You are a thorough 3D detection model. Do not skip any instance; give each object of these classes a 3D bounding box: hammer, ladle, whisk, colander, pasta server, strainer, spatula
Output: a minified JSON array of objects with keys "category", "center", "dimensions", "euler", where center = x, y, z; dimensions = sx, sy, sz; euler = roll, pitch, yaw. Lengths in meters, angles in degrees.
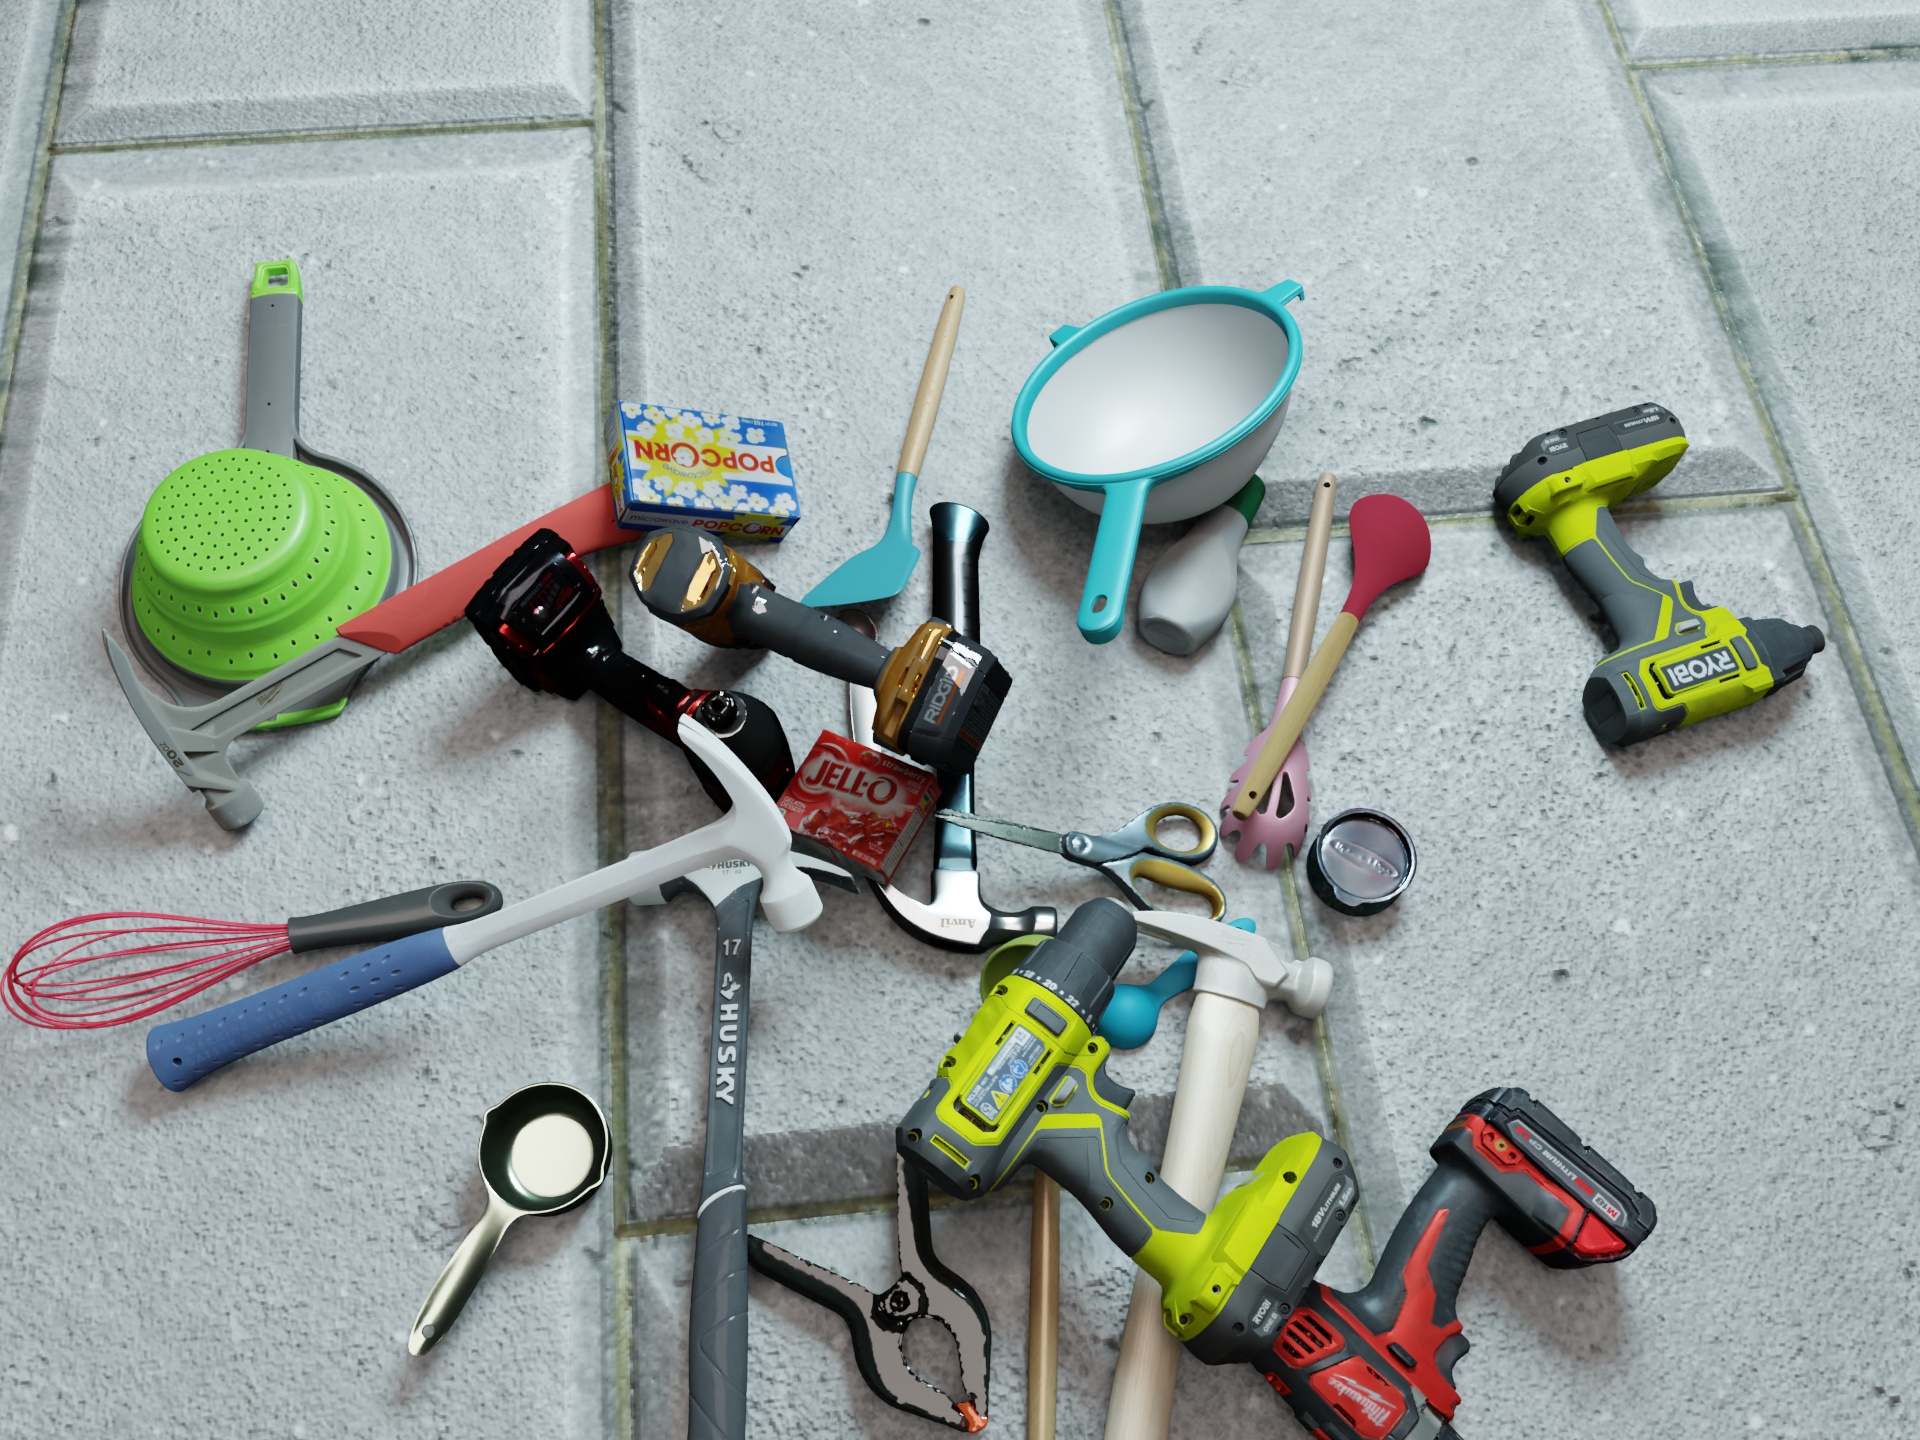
[{"category":"hammer","center":[0.114,0.314,0.927],"dimensions":[0.146,0.038,0.411],"euler":[19,67,-6]},{"category":"ladle","center":[0.255,-0.052,1.092],"dimensions":[0.069,0.031,0.315],"euler":[35,60,0]},{"category":"whisk","center":[-0.437,0.137,0.991],"dimensions":[0.295,0.073,0.073],"euler":[-9,65,-13]},{"category":"colander","center":[-0.497,-0.190,1.118],"dimensions":[0.204,0.094,0.397],"euler":[-7,66,-6]},{"category":"hammer","center":[-0.296,0.126,0.953],"dimensions":[0.405,0.035,0.144],"euler":[-21,107,3]},{"category":"ladle","center":[0.045,0.286,0.939],"dimensions":[0.078,0.062,0.320],"euler":[-11,64,31]},{"category":"pasta server","center":[0.235,-0.045,1.118],"dimensions":[0.060,0.040,0.316],"euler":[14,61,4]},{"category":"hammer","center":[-0.133,0.261,0.931],"dimensions":[0.149,0.036,0.409],"euler":[-5,62,6]},{"category":"strainer","center":[0.135,-0.161,1.099],"dimensions":[0.211,0.095,0.341],"euler":[-5,49,26]},{"category":"hammer","center":[-0.002,-0.003,1.084],"dimensions":[0.128,0.033,0.331],"euler":[2,64,-3]},{"category":"hammer","center":[-0.370,-0.080,1.068],"dimensions":[0.359,0.149,0.037],"euler":[-34,31,-22]},{"category":"spatula","center":[-0.038,-0.206,1.171],"dimensions":[0.082,0.044,0.318],"euler":[-4,58,30]}]

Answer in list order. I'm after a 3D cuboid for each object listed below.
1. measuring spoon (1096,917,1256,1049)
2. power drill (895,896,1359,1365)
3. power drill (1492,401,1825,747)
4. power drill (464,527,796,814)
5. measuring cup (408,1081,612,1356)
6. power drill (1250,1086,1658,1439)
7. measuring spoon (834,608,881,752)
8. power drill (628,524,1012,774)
[{"category":"measuring spoon","center":[0.140,0.162,1.016],"dimensions":[0.128,0.021,0.042],"euler":[-33,71,-14]},{"category":"power drill","center":[0.103,0.228,0.898],"dimensions":[0.228,0.080,0.190],"euler":[37,67,6]},{"category":"power drill","center":[0.493,-0.106,1.130],"dimensions":[0.171,0.080,0.223],"euler":[-17,71,-9]},{"category":"power drill","center":[-0.205,-0.024,1.027],"dimensions":[0.220,0.143,0.078],"euler":[34,73,15]},{"category":"measuring cup","center":[-0.267,0.293,0.933],"dimensions":[0.083,0.038,0.168],"euler":[27,69,10]},{"category":"power drill","center":[0.297,0.346,0.909],"dimensions":[0.188,0.080,0.227],"euler":[43,73,16]},{"category":"measuring spoon","center":[-0.071,-0.018,1.100],"dimensions":[0.034,0.018,0.124],"euler":[2,69,-26]},{"category":"power drill","center":[-0.084,-0.045,1.017],"dimensions":[0.226,0.185,0.084],"euler":[25,87,10]}]
